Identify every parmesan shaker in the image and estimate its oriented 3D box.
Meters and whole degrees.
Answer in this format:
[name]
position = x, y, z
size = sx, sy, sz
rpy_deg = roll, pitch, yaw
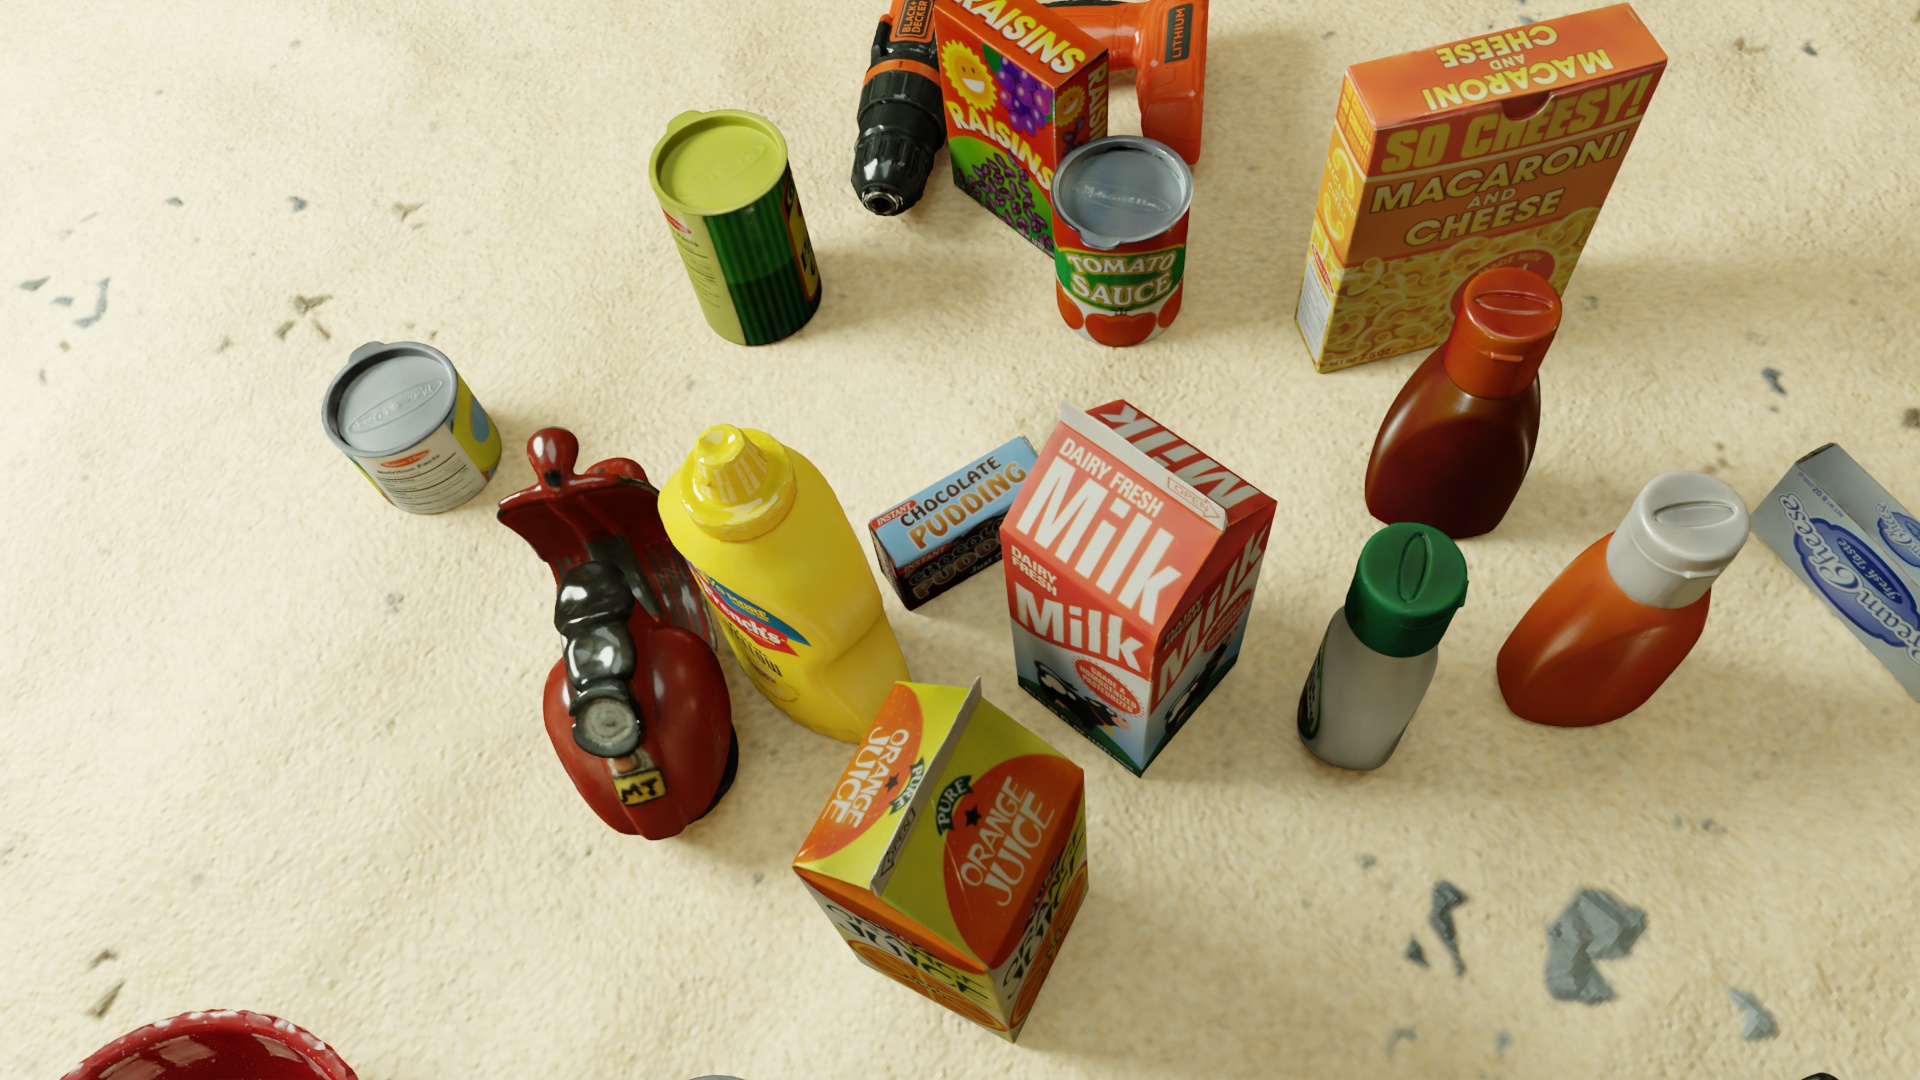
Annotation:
[parmesan shaker]
position = -0.111, -0.156, 0.696
size = 0.071, 0.102, 0.071
rpy_deg = -2, 61, 4

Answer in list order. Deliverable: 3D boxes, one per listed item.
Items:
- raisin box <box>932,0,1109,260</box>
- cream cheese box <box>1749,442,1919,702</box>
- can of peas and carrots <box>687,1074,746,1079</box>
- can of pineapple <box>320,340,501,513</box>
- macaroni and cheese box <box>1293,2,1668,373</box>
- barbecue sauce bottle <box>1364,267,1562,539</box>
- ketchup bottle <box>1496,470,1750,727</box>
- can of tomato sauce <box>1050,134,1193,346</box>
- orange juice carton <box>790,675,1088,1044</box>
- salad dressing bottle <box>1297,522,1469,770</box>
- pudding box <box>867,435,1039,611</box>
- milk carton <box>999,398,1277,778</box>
[raisin box]
position = 0.033, -0.212, 0.701
size = 0.040, 0.123, 0.086
rpy_deg = -40, 65, -15
[cream cheese box]
position = 0.386, 0.013, 0.584
size = 0.024, 0.053, 0.104
rpy_deg = -27, 62, -9
[can of peas and carrots]
position = -0.087, 0.235, 0.504
size = 0.071, 0.058, 0.071
rpy_deg = -2, 61, 4
[can of pineapple]
position = -0.268, -0.056, 0.681
size = 0.071, 0.057, 0.071
rpy_deg = -2, 61, 4
[macaroni and cheese box]
position = 0.225, -0.150, 0.625
size = 0.124, 0.165, 0.040
rpy_deg = -14, 61, -2
[barbecue sauce bottle]
position = 0.213, -0.053, 0.583
size = 0.065, 0.148, 0.044
rpy_deg = 8, 63, 10
[ketchup bottle]
position = 0.256, 0.026, 0.535
size = 0.065, 0.148, 0.044
rpy_deg = -6, 61, 2
[can of tomato sauce]
position = 0.078, -0.144, 0.682
size = 0.071, 0.082, 0.071
rpy_deg = -2, 61, 4
[orange juice carton]
position = -0.002, 0.113, 0.486
size = 0.073, 0.191, 0.072
rpy_deg = 23, 66, 17
[salad dressing bottle]
position = 0.161, 0.043, 0.535
size = 0.044, 0.147, 0.064
rpy_deg = 15, 64, 13
[pudding box]
position = 0.002, -0.008, 0.634
size = 0.084, 0.049, 0.030
rpy_deg = -29, 63, -10
[milk carton]
position = 0.067, 0.015, 0.535
size = 0.072, 0.189, 0.074
rpy_deg = 36, 71, 22
